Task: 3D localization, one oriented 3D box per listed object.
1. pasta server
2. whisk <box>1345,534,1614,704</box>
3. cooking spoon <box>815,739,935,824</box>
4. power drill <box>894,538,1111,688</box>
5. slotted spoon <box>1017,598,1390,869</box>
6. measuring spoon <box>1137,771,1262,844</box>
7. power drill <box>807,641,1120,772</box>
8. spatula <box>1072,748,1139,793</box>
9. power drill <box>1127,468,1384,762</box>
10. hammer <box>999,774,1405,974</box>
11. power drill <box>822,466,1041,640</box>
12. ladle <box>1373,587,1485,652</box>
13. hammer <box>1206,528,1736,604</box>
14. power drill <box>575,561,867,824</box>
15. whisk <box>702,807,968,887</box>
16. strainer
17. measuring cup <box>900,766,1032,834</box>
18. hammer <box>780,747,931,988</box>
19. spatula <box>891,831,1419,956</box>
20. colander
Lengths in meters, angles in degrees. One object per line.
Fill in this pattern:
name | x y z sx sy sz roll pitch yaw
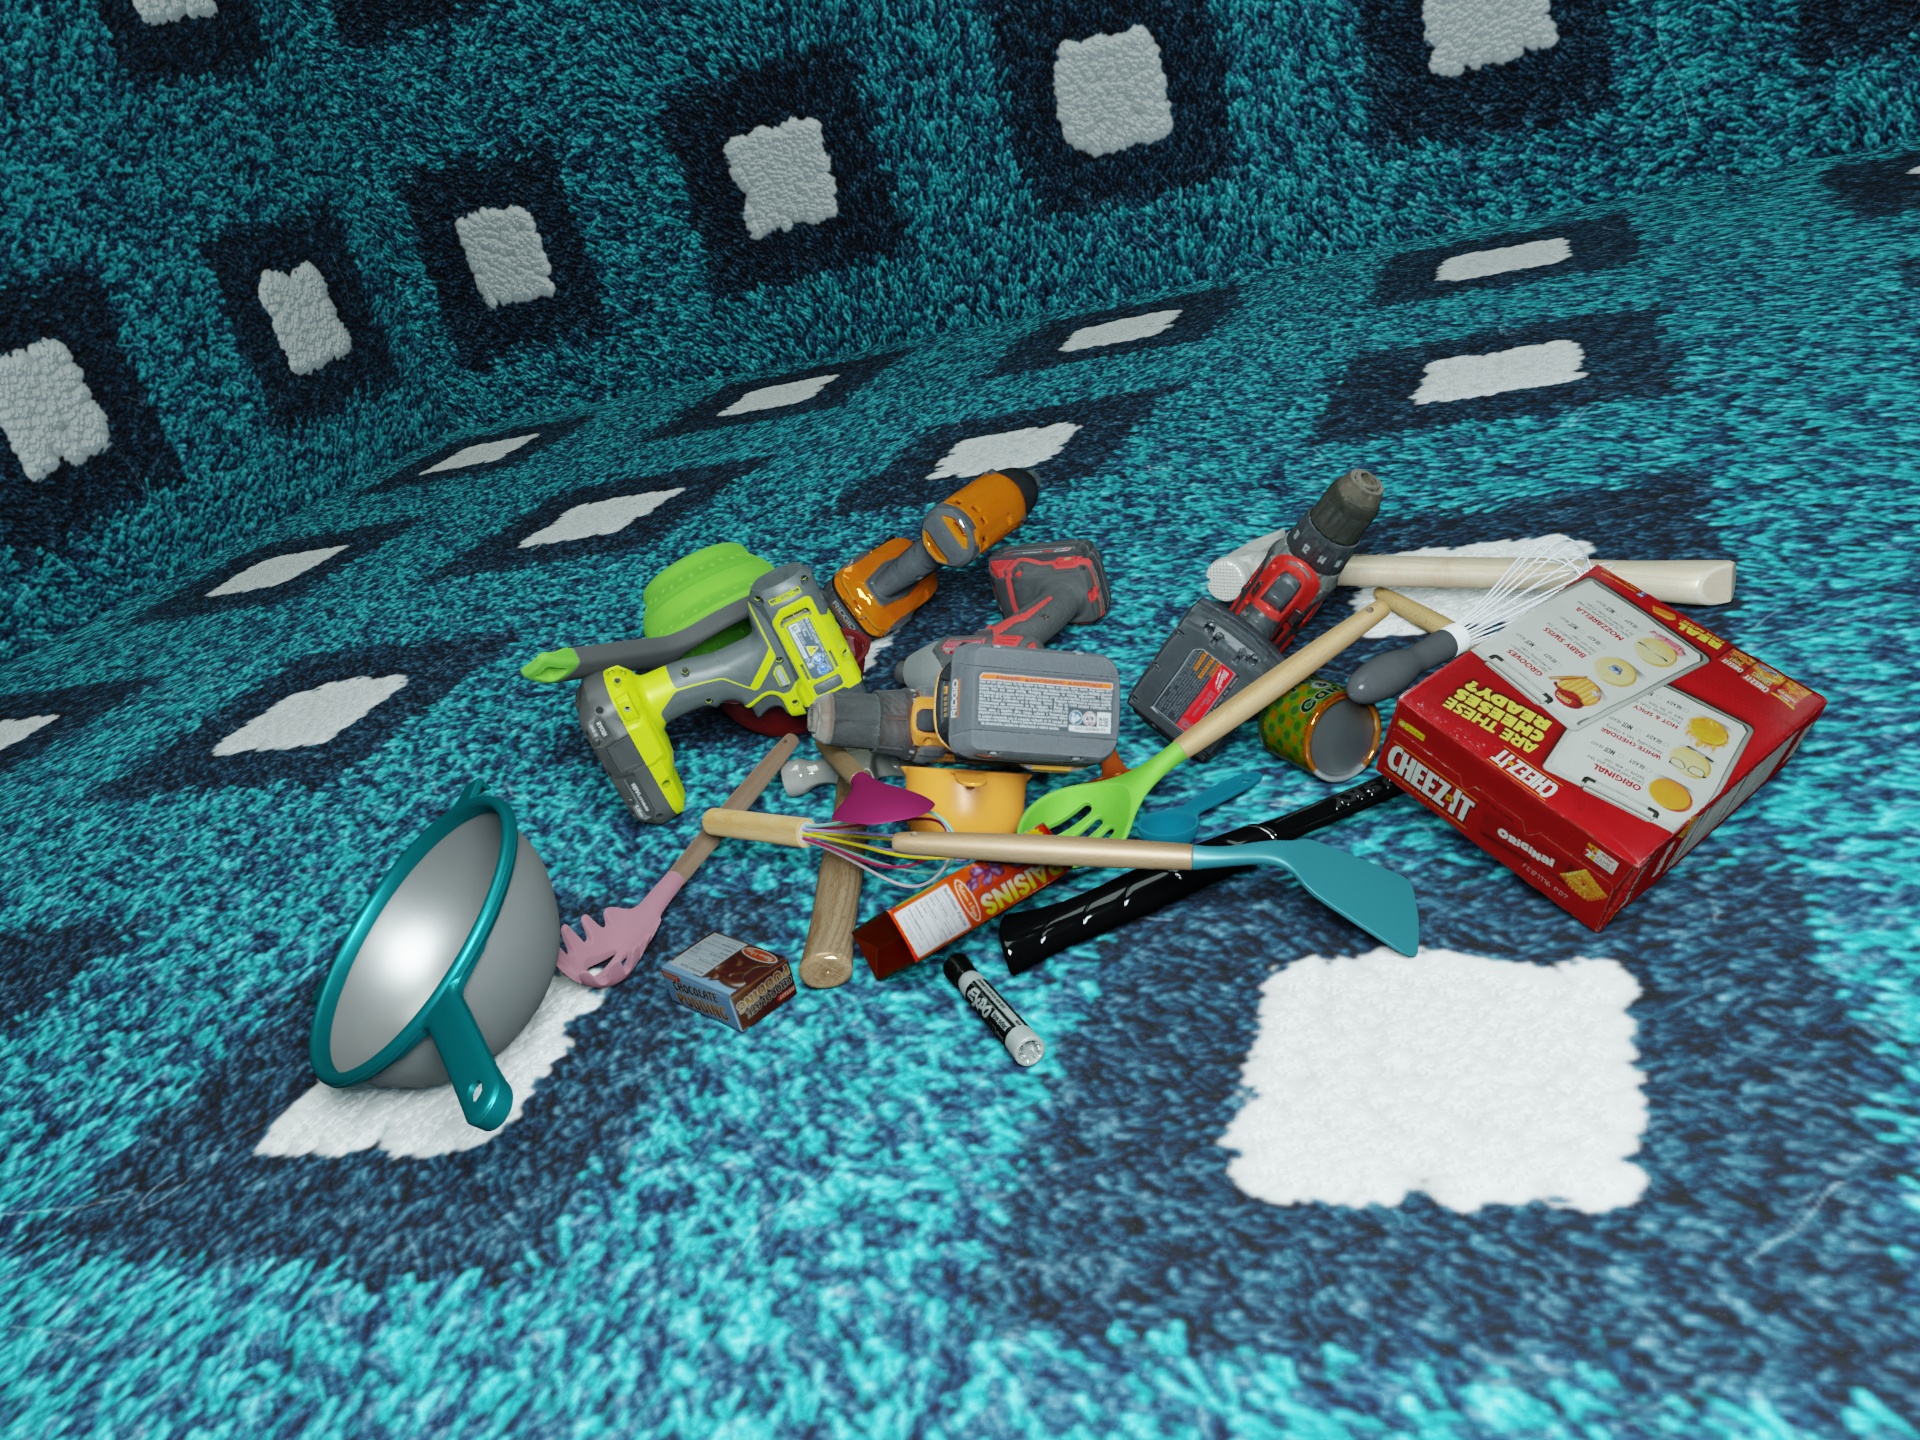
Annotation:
pasta server | -0.202 0.097 1.205 0.060 0.040 0.316 13 39 20
whisk | 0.373 -0.068 1.145 0.284 0.070 0.070 -24 24 -31
cooking spoon | -0.078 0.040 1.165 0.068 0.017 0.319 -10 10 -12
power drill | 0.040 -0.084 1.458 0.143 0.078 0.220 -2 29 31
slotted spoon | 0.173 0.008 1.096 0.314 0.031 0.070 -35 51 -9
measuring spoon | 0.172 0.065 1.112 0.042 0.021 0.128 13 27 43
power drill | -0.002 -0.004 1.149 0.185 0.084 0.226 4 -6 -17
spatula | 0.109 -0.001 1.263 0.081 0.041 0.323 -15 22 3
power drill | 0.237 -0.088 1.223 0.080 0.187 0.227 39 44 8
hammer | 0.213 0.074 1.029 0.409 0.036 0.149 -22 29 -10
power drill | -0.020 -0.173 1.580 0.226 0.084 0.164 -31 6 45
ladle | 0.395 -0.062 1.240 0.069 0.031 0.316 -8 20 -9
hammer | 0.423 -0.126 1.330 0.411 0.038 0.146 6 21 33
power drill | -0.194 -0.011 1.341 0.223 0.171 0.080 -26 23 -2
whisk | -0.095 0.081 1.123 0.245 0.051 0.047 4 34 37
strainer | -0.304 0.181 1.012 0.211 0.095 0.341 -54 33 -3
measuring cup | 0.004 0.061 1.102 0.095 0.052 0.173 4 1 -2
hammer | -0.083 0.095 1.178 0.130 0.031 0.331 -13 23 6
spatula | 0.114 0.091 0.960 0.317 0.044 0.082 3 29 12
colander | -0.273 -0.097 1.458 0.204 0.094 0.397 -33 -8 26
